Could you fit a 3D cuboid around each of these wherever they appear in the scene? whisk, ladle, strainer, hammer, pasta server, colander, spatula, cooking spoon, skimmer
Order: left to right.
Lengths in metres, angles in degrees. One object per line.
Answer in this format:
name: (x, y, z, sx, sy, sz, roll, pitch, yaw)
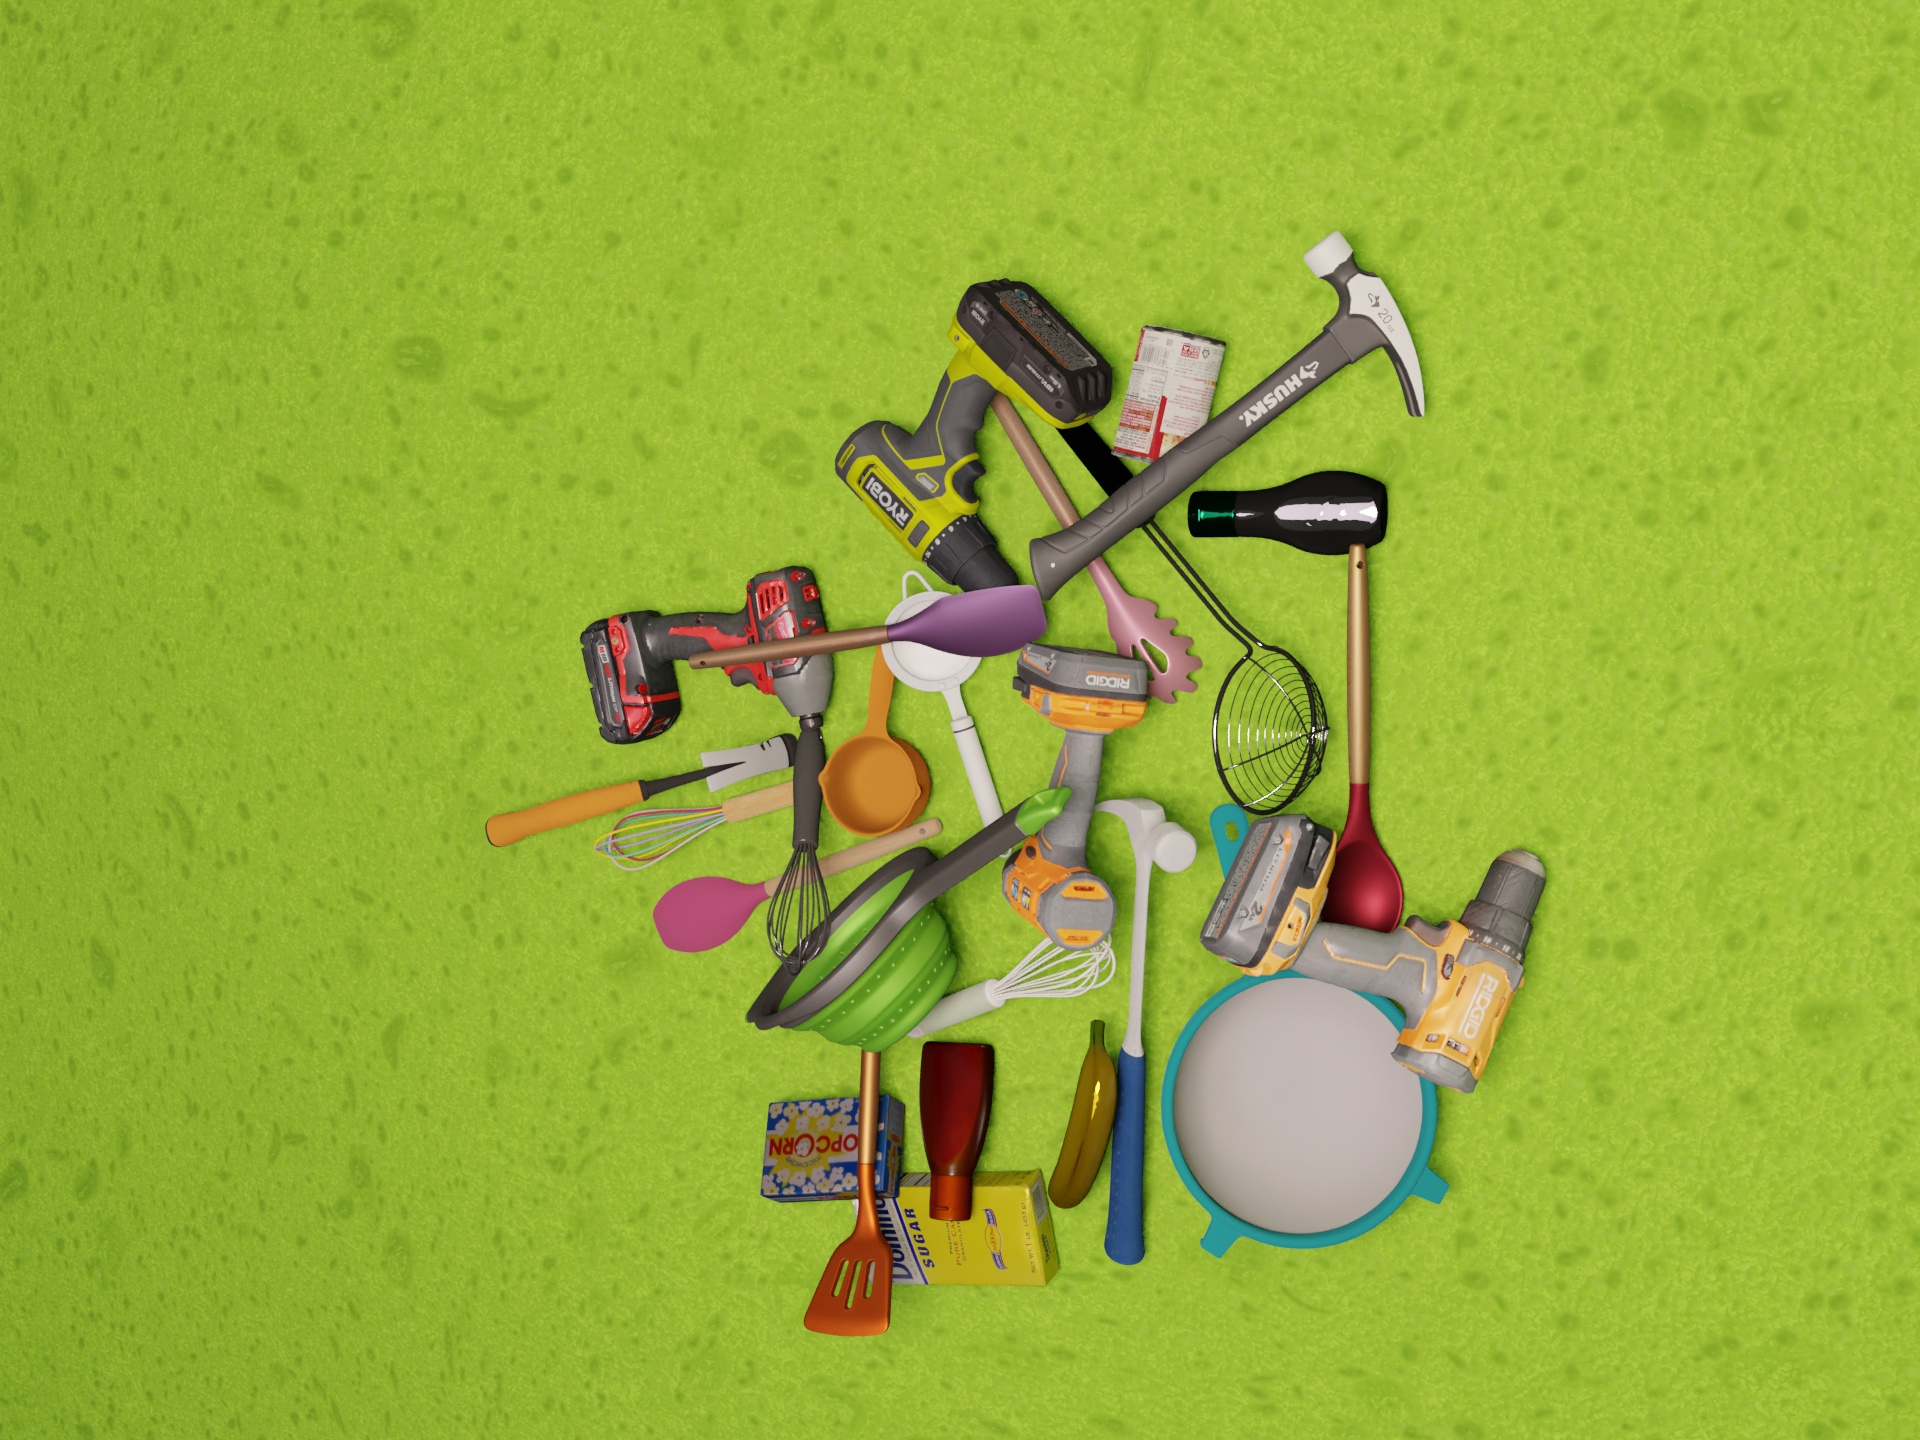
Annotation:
hammer: (-0.313, 0.071, 1.454, 0.337, 0.127, 0.034, -15, 90, 29)
whisk: (-0.229, 0.090, 1.459, 0.245, 0.051, 0.047, -17, 116, 19)
cooking spoon: (-0.154, 0.145, 1.443, 0.319, 0.017, 0.069, -22, 90, 24)
whisk: (-0.134, 0.104, 1.352, 0.055, 0.055, 0.239, -17, 53, 23)
spatula: (-0.082, -0.067, 1.324, 0.316, 0.018, 0.059, -7, 115, 17)
spatula: (-0.084, 0.356, 1.369, 0.081, 0.041, 0.323, -6, 72, 24)
colander: (-0.021, 0.171, 1.279, 0.094, 0.205, 0.397, 45, 131, -8)
strainer: (-0.002, -0.004, 1.349, 0.087, 0.050, 0.258, -17, 97, 5)
whisk: (0.035, 0.227, 1.341, 0.246, 0.059, 0.057, -29, 110, 39)
pasta server: (0.097, -0.153, 1.297, 0.060, 0.040, 0.316, -33, 80, 23)
hammer: (0.141, 0.256, 1.302, 0.035, 0.144, 0.405, -4, 108, -15)
skimmer: (0.164, -0.094, 1.252, 0.363, 0.127, 0.090, 55, 137, 19)
hammer: (0.189, -0.201, 1.189, 0.335, 0.035, 0.146, -38, 98, 8)
strainer: (0.241, 0.233, 1.250, 0.211, 0.095, 0.340, -13, 85, -3)
ladle: (0.304, 0.022, 1.216, 0.069, 0.031, 0.315, -4, 103, -4)

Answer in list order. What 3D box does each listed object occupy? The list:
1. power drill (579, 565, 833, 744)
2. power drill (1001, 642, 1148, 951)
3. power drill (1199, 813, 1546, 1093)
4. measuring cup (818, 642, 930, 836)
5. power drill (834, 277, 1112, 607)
power drill: (-0.217, -0.047, 1.413, 0.219, 0.078, 0.143, -11, 93, 20)
power drill: (0.080, 0.055, 1.277, 0.084, 0.164, 0.226, 5, 96, -17)
power drill: (0.315, 0.146, 1.177, 0.226, 0.084, 0.185, 28, 82, -3)
measuring cup: (-0.064, 0.014, 1.374, 0.095, 0.052, 0.173, 7, 89, 20)
power drill: (0.018, -0.215, 1.272, 0.191, 0.080, 0.228, 47, 128, 11)
